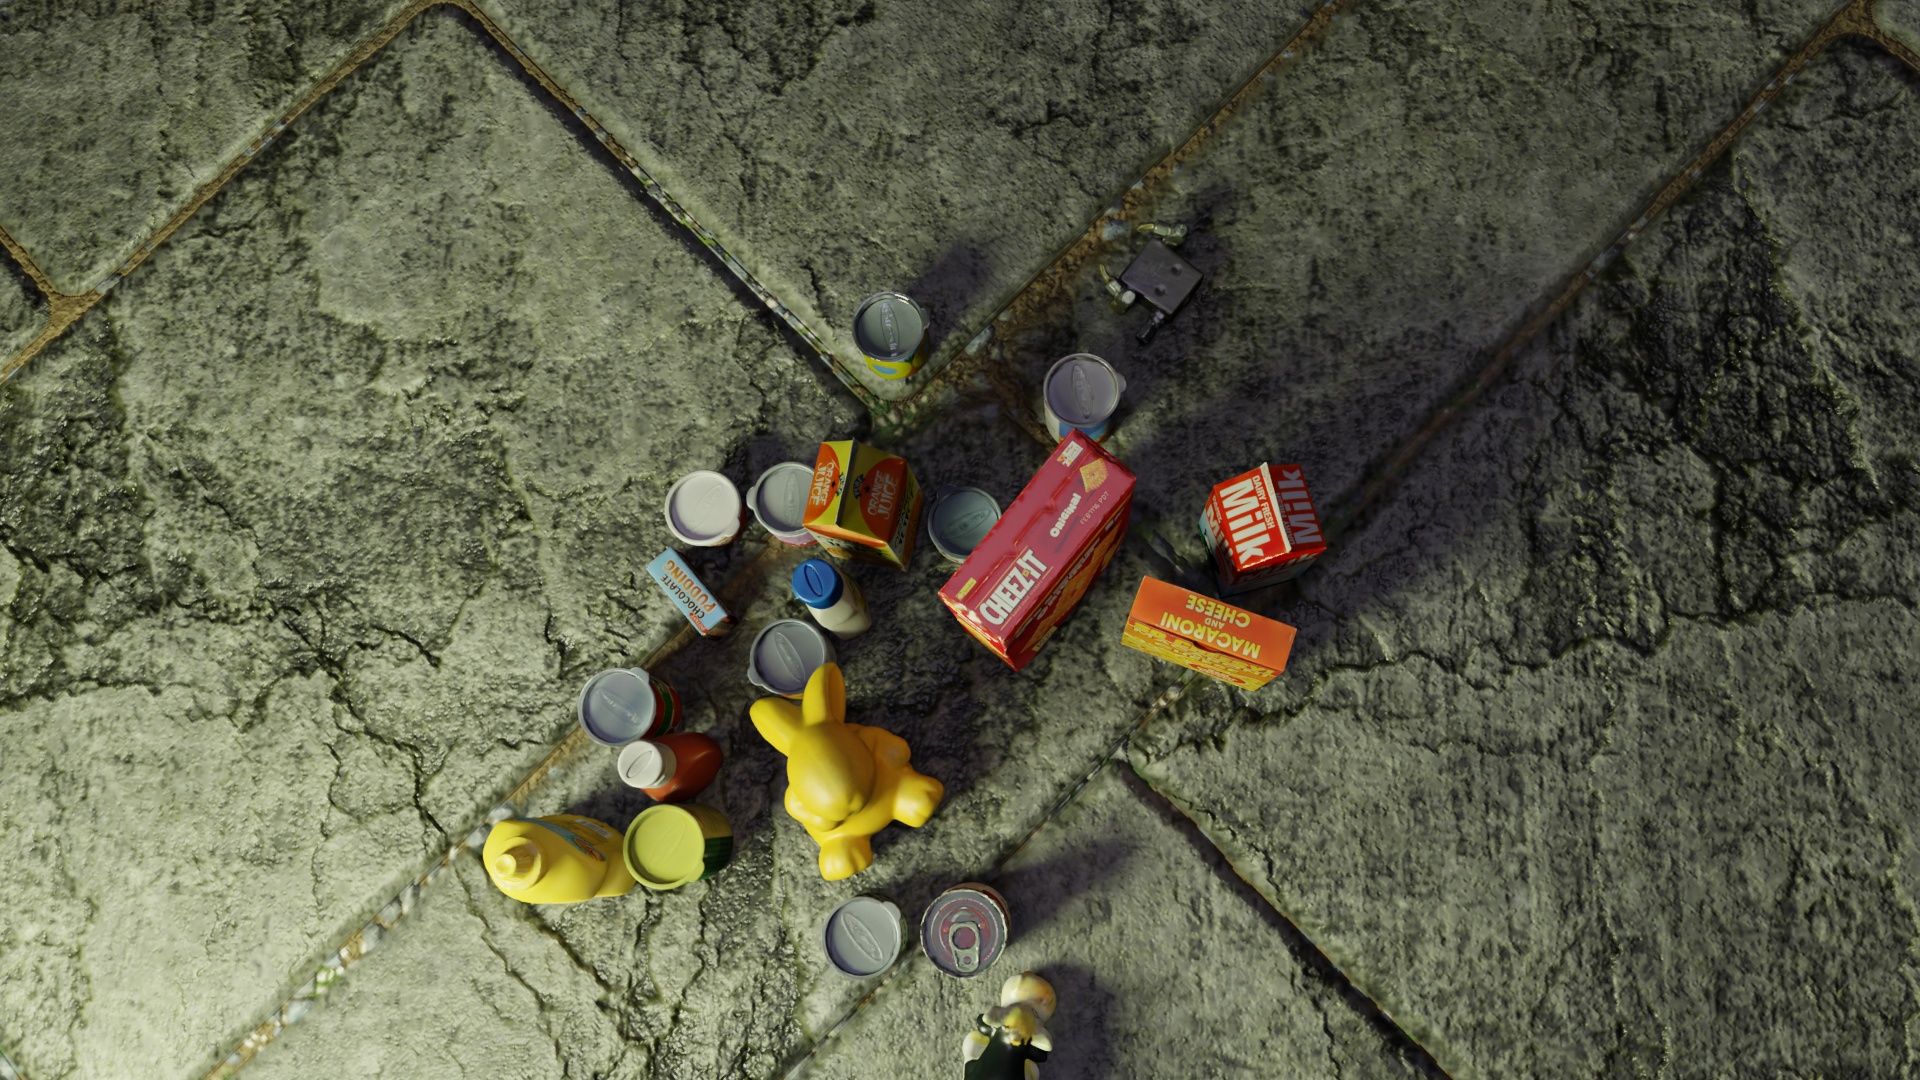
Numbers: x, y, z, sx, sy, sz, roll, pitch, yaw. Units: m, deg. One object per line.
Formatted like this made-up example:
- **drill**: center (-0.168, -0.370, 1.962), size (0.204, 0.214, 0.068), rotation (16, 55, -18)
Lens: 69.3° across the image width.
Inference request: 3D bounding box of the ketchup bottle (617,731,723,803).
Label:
- **ketchup bottle**: center (-0.241, 0.187, 1.147), size (0.043, 0.148, 0.065), rotation (41, 85, 10)

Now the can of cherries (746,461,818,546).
- **can of cherries**: center (-0.148, -0.032, 1.230), size (0.071, 0.058, 0.071), rotation (-1, 79, 4)

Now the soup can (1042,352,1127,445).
- **soup can**: center (0.109, -0.120, 1.214), size (0.071, 0.083, 0.071), rotation (-1, 79, 4)

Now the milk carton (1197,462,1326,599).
- **milk carton**: center (0.244, -0.008, 1.127), size (0.073, 0.190, 0.072), rotation (-15, 79, 2)

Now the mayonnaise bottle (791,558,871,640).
- **mayonnaise bottle**: center (-0.109, 0.045, 1.165), size (0.041, 0.148, 0.065), rotation (-27, 78, -1)

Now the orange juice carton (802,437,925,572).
- **orange juice carton**: center (-0.081, -0.029, 1.155), size (0.073, 0.192, 0.072), rotation (12, 81, 7)

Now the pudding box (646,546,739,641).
- **pudding box**: center (-0.236, 0.048, 1.225), size (0.030, 0.049, 0.084), rotation (-41, 79, -4)

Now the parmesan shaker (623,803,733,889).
- **parmesan shaker**: center (-0.230, 0.255, 1.156), size (0.071, 0.103, 0.071), rotation (-1, 79, 4)

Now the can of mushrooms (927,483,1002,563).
- **can of mushrooms**: center (0.004, -0.015, 1.227), size (0.071, 0.033, 0.071), rotation (-1, 79, 4)

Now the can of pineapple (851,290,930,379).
- **can of pineapple**: center (-0.060, -0.184, 1.253), size (0.071, 0.058, 0.071), rotation (-1, 79, 4)

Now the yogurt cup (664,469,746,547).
- **yogurt cup**: center (-0.223, -0.025, 1.236), size (0.072, 0.054, 0.072), rotation (-1, 79, 4)

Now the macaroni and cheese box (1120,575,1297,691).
- **macaroni and cheese box**: center (0.197, 0.079, 1.126), size (0.124, 0.166, 0.040), rotation (19, 82, 8)

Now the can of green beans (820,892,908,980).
- **can of green beans**: center (-0.078, 0.327, 1.153), size (0.071, 0.057, 0.071), rotation (-1, 79, 4)

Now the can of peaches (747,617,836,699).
- **can of peaches**: center (-0.146, 0.104, 1.203), size (0.071, 0.058, 0.071), rotation (-1, 79, 4)

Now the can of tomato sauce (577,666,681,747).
- **can of tomato sauce**: center (-0.281, 0.144, 1.192), size (0.071, 0.083, 0.071), rotation (-1, 79, 4)
